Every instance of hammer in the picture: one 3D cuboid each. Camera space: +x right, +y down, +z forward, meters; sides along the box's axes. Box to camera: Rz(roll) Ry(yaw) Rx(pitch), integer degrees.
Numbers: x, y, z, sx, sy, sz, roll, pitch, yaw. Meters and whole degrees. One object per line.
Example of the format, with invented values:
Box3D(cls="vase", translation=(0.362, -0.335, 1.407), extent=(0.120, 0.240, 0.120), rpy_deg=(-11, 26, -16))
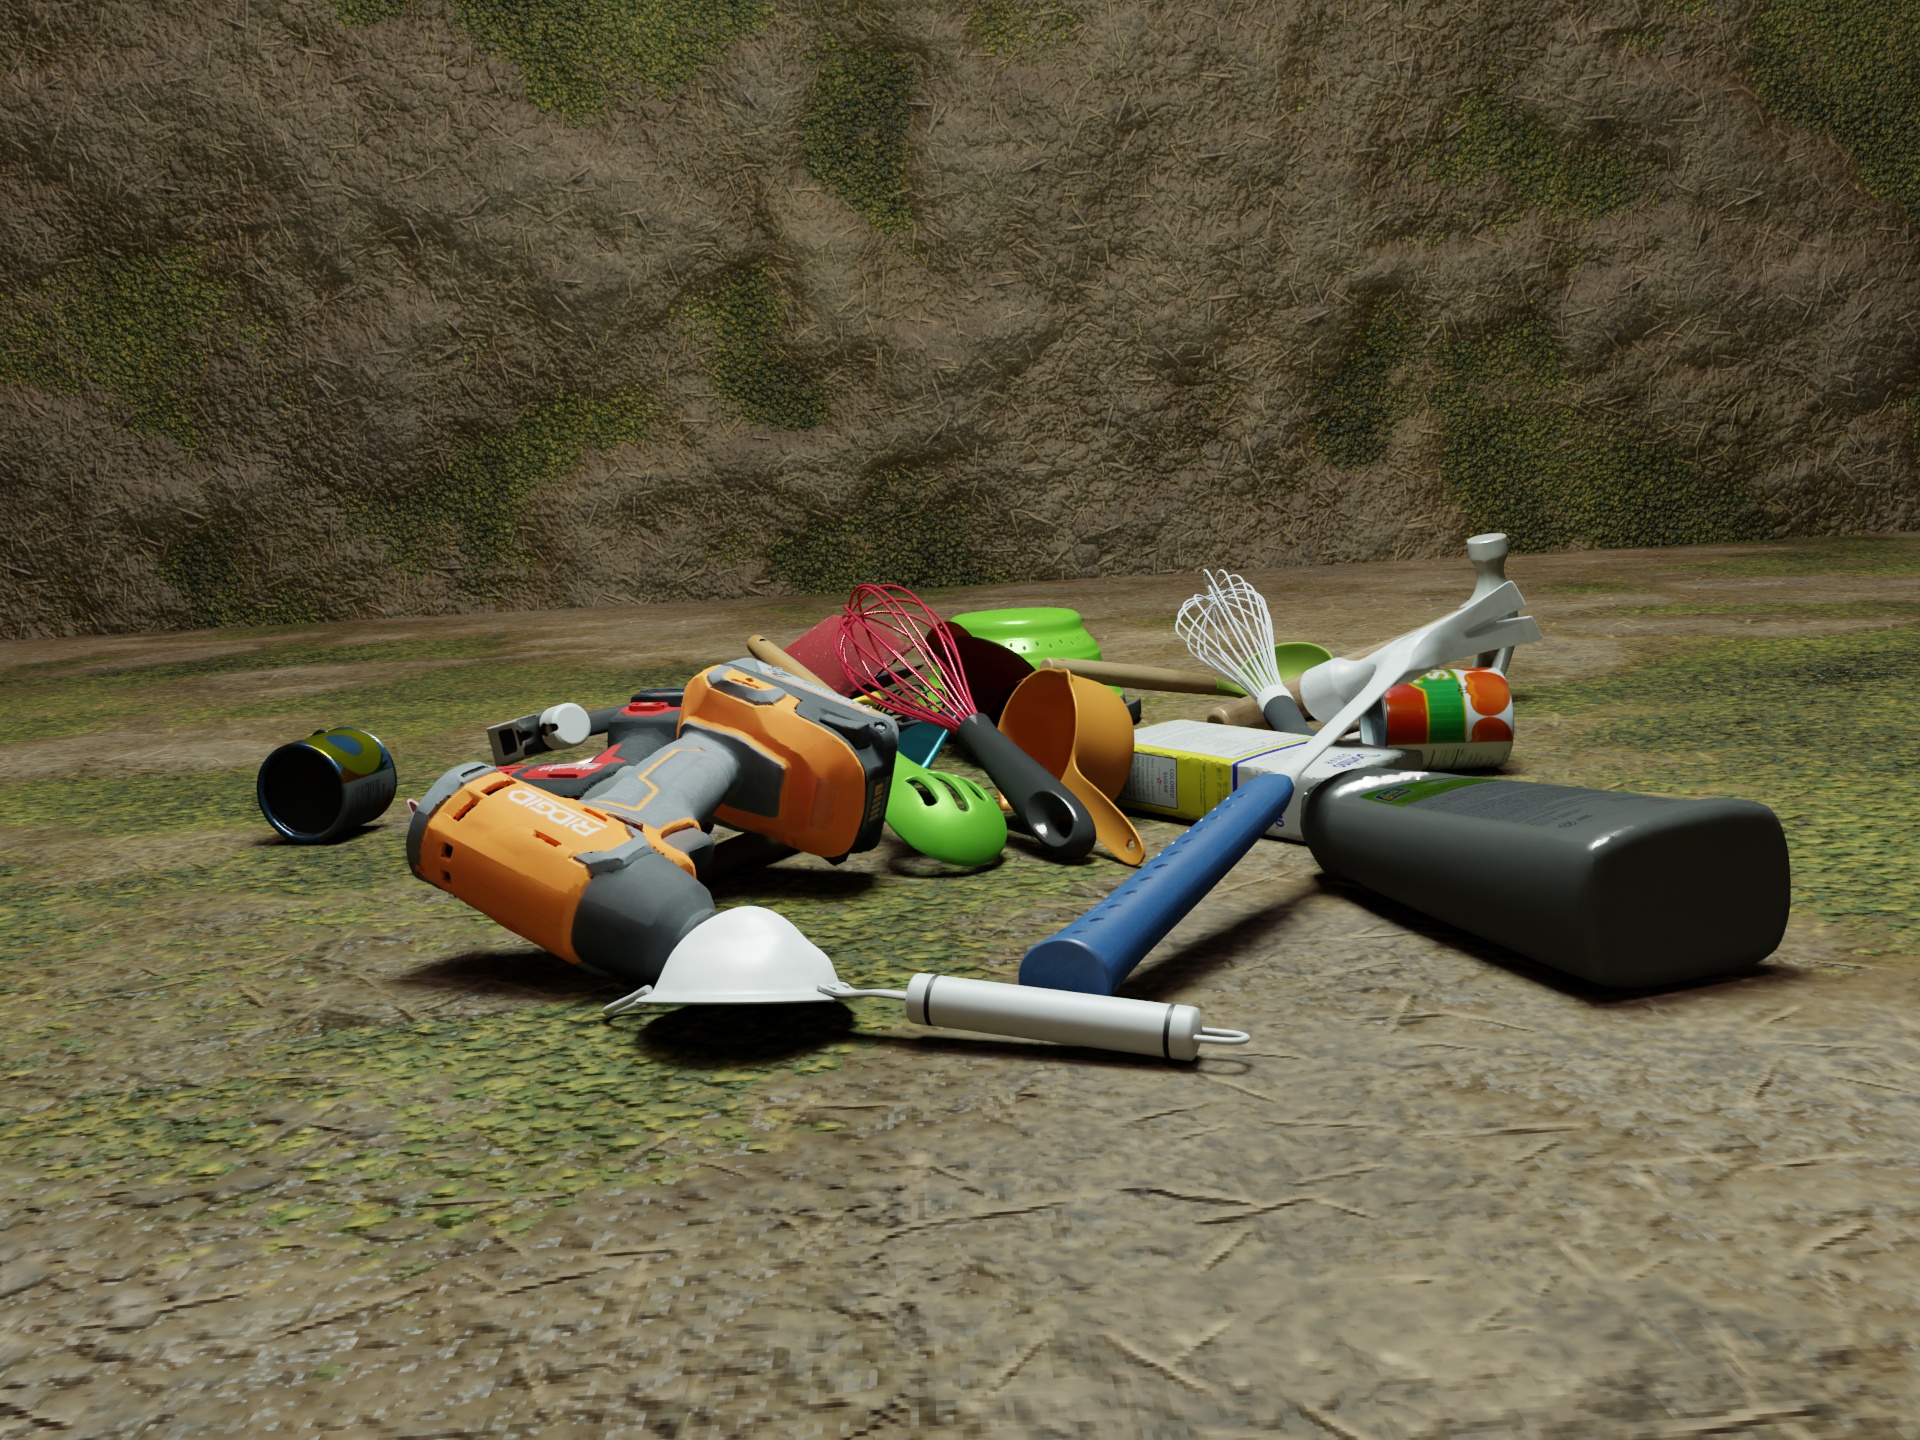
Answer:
Box3D(cls="hammer", translation=(0.154, 0.026, 0.745), extent=(0.144, 0.035, 0.405), rpy_deg=(-27, 3, 40))
Box3D(cls="hammer", translation=(0.315, -0.039, 1.214), extent=(0.331, 0.130, 0.031), rpy_deg=(-21, 17, -31))
Box3D(cls="hammer", translation=(-0.221, -0.014, 1.282), extent=(0.334, 0.035, 0.146), rpy_deg=(-15, 2, -44))

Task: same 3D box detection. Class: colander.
Box3D(cls="colander", translation=(0.068, -0.034, 1.250), extent=(0.204, 0.094, 0.397), rpy_deg=(-5, 9, -14))

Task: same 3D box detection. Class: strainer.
Box3D(cls="strainer", translation=(-0.020, 0.102, 0.598), extent=(0.258, 0.050, 0.086), rpy_deg=(4, -4, 20))

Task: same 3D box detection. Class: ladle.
Box3D(cls="ladle", translation=(0.175, -0.040, 1.202), extent=(0.320, 0.062, 0.078), rpy_deg=(4, 12, -44))

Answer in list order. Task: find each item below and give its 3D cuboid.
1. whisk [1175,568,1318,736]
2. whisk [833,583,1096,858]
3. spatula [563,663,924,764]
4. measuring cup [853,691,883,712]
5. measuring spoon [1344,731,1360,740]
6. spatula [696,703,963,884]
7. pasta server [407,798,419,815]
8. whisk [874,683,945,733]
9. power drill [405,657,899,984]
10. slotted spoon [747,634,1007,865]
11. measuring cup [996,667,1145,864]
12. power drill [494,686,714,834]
Box3D(cls="whisk", translation=(0.206, -0.026, 1.085), extent=(0.070, 0.070, 0.285), rpy_deg=(-4, 30, -6))
Box3D(cls="whisk", translation=(-0.002, -0.003, 0.956), extent=(0.073, 0.073, 0.296), rpy_deg=(-8, 33, -28))
Box3D(cls="spatula", translation=(-0.167, 0.000, 1.263), extent=(0.316, 0.018, 0.060), rpy_deg=(-17, -8, -32))
Box3D(cls="measuring cup", translation=(-0.123, -0.004, 1.337), extent=(0.062, 0.029, 0.156), rpy_deg=(3, 9, 36))
Box3D(cls="measuring spoon", translation=(0.343, 0.008, 1.167), extent=(0.124, 0.018, 0.034), rpy_deg=(-10, 9, -2))
Box3D(cls="spatula", translation=(-0.095, 0.051, 0.931), extent=(0.082, 0.044, 0.317), rpy_deg=(-26, -2, 31))
Box3D(cls="pasta server", translation=(-0.251, 0.041, 1.071), extent=(0.060, 0.040, 0.316), rpy_deg=(-12, 4, 22))
Box3D(cls="whisk", translation=(-0.060, 0.007, 1.125), extent=(0.055, 0.055, 0.239), rpy_deg=(0, 6, 20))
Box3D(cls="power drill", translation=(-0.123, 0.050, 0.761), extent=(0.164, 0.084, 0.226), rpy_deg=(23, 27, 23))
Box3D(cls="slotted spoon", translation=(-0.065, 0.005, 0.958), extent=(0.070, 0.031, 0.314), rpy_deg=(-4, 24, -30))
Box3D(cls="measuring cup", translation=(0.080, 0.037, 0.911), extent=(0.052, 0.095, 0.174), rpy_deg=(13, 22, -31))
Box3D(cls="power drill", translation=(-0.184, 0.037, 0.965), extent=(0.143, 0.078, 0.220), rpy_deg=(-1, 12, 16))
